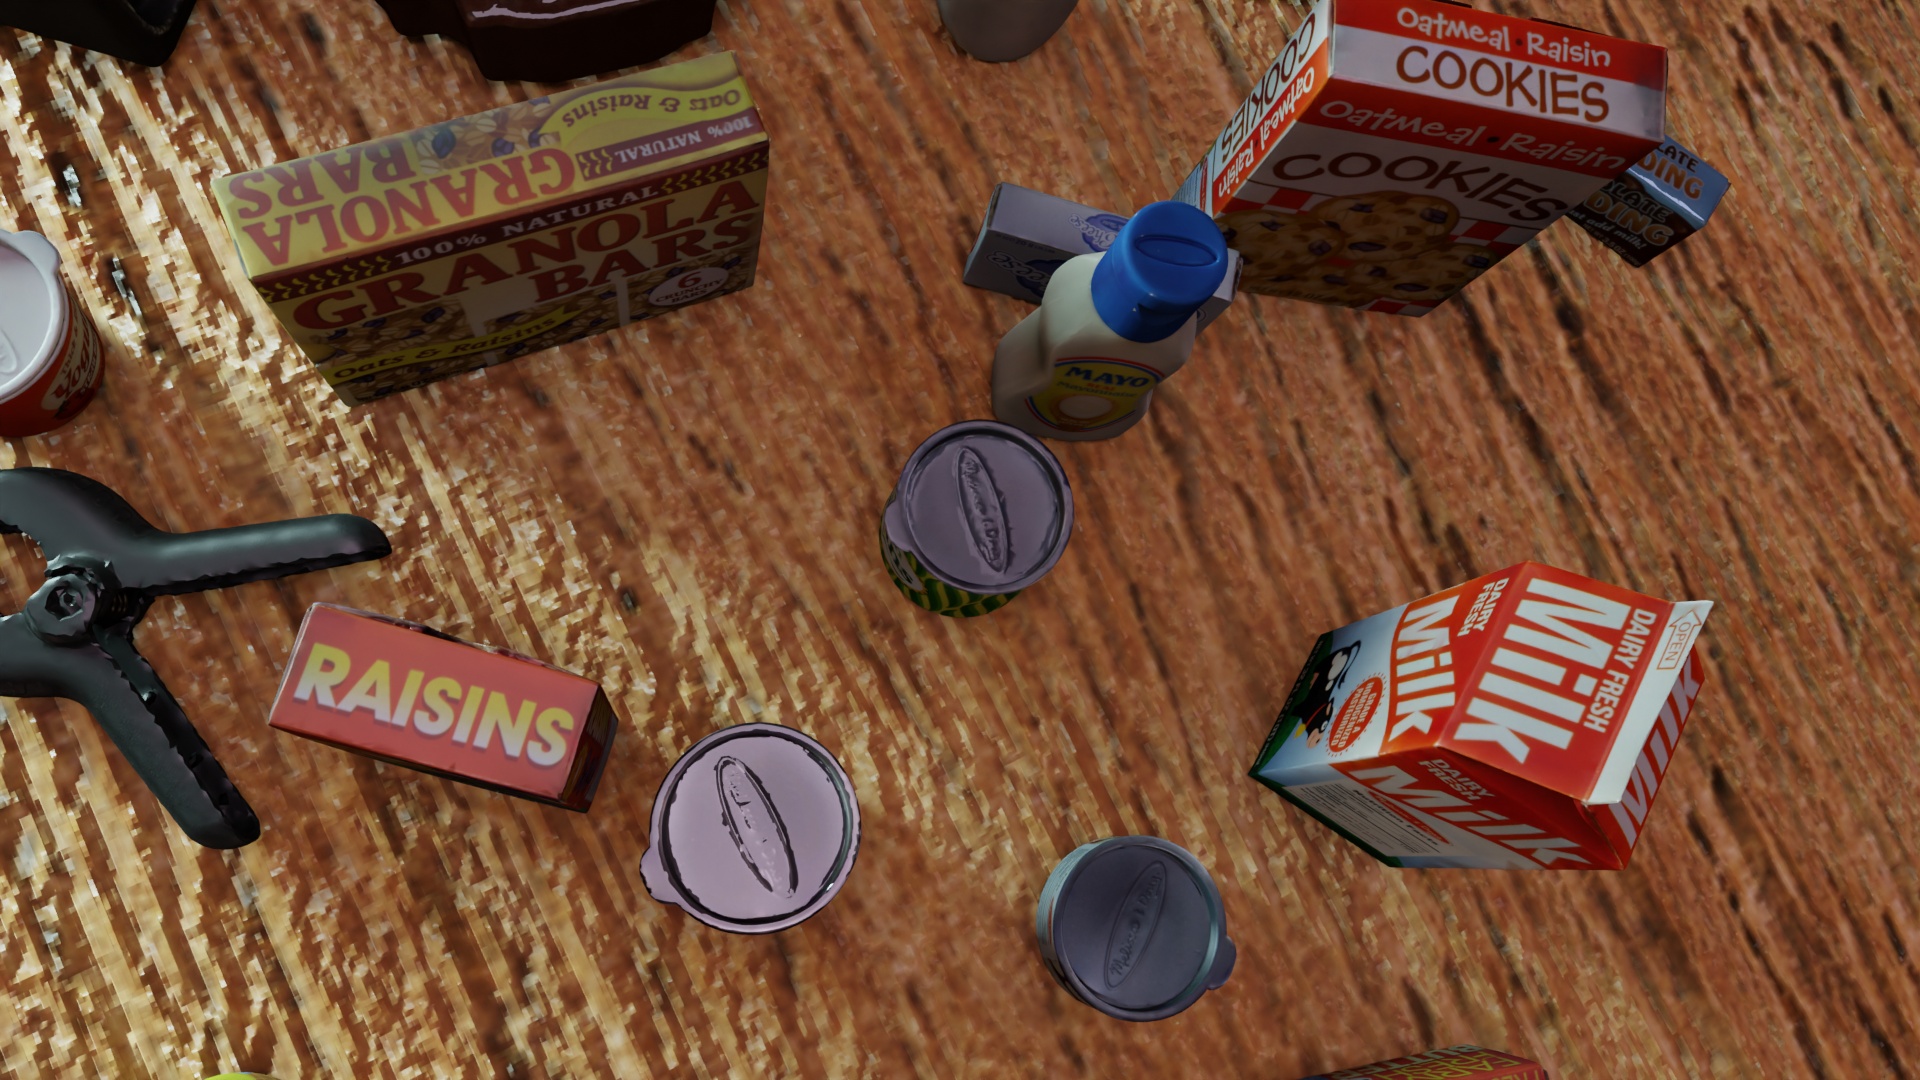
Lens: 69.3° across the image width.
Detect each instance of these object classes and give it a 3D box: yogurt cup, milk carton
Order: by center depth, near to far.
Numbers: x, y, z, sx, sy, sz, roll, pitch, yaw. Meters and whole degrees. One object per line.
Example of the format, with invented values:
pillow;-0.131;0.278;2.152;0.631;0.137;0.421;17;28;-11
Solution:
milk carton;0.180;0.065;0.480;0.073;0.190;0.072;33;74;-2
yogurt cup;-0.337;-0.069;0.482;0.072;0.053;0.072;2;77;-10

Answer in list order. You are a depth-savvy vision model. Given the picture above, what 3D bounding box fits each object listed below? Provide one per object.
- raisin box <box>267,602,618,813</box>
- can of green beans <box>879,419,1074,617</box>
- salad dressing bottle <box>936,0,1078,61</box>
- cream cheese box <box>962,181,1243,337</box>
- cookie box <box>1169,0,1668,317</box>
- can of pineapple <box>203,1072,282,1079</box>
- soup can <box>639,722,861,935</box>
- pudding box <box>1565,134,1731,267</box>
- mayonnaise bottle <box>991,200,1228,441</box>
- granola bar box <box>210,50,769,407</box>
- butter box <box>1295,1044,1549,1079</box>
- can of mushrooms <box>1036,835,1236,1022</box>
raisin box;-0.159;0.058;0.451;0.086;0.123;0.040;17;75;-7
can of green beans;0.004;-0.007;0.532;0.071;0.057;0.071;2;77;-10
salad dressing bottle;0.028;-0.247;0.546;0.064;0.147;0.044;-6;79;-12
cream cheese box;0.057;-0.112;0.569;0.104;0.053;0.024;15;75;-7
cookie box;0.164;-0.143;0.538;0.123;0.167;0.040;7;76;-9
can of pineapple;-0.236;0.205;0.436;0.071;0.057;0.071;2;77;-10
soup can;-0.074;0.100;0.478;0.071;0.083;0.071;2;77;-10
pudding box;0.296;-0.167;0.631;0.084;0.049;0.030;36;74;-1
mayonnaise bottle;0.055;-0.076;0.511;0.065;0.147;0.041;8;76;-9
granola bar box;-0.153;-0.105;0.490;0.166;0.124;0.039;-20;82;-15
butter box;0.159;0.210;0.514;0.104;0.053;0.024;-6;79;-12
can of mushrooms;0.065;0.145;0.521;0.071;0.033;0.071;2;77;-10
